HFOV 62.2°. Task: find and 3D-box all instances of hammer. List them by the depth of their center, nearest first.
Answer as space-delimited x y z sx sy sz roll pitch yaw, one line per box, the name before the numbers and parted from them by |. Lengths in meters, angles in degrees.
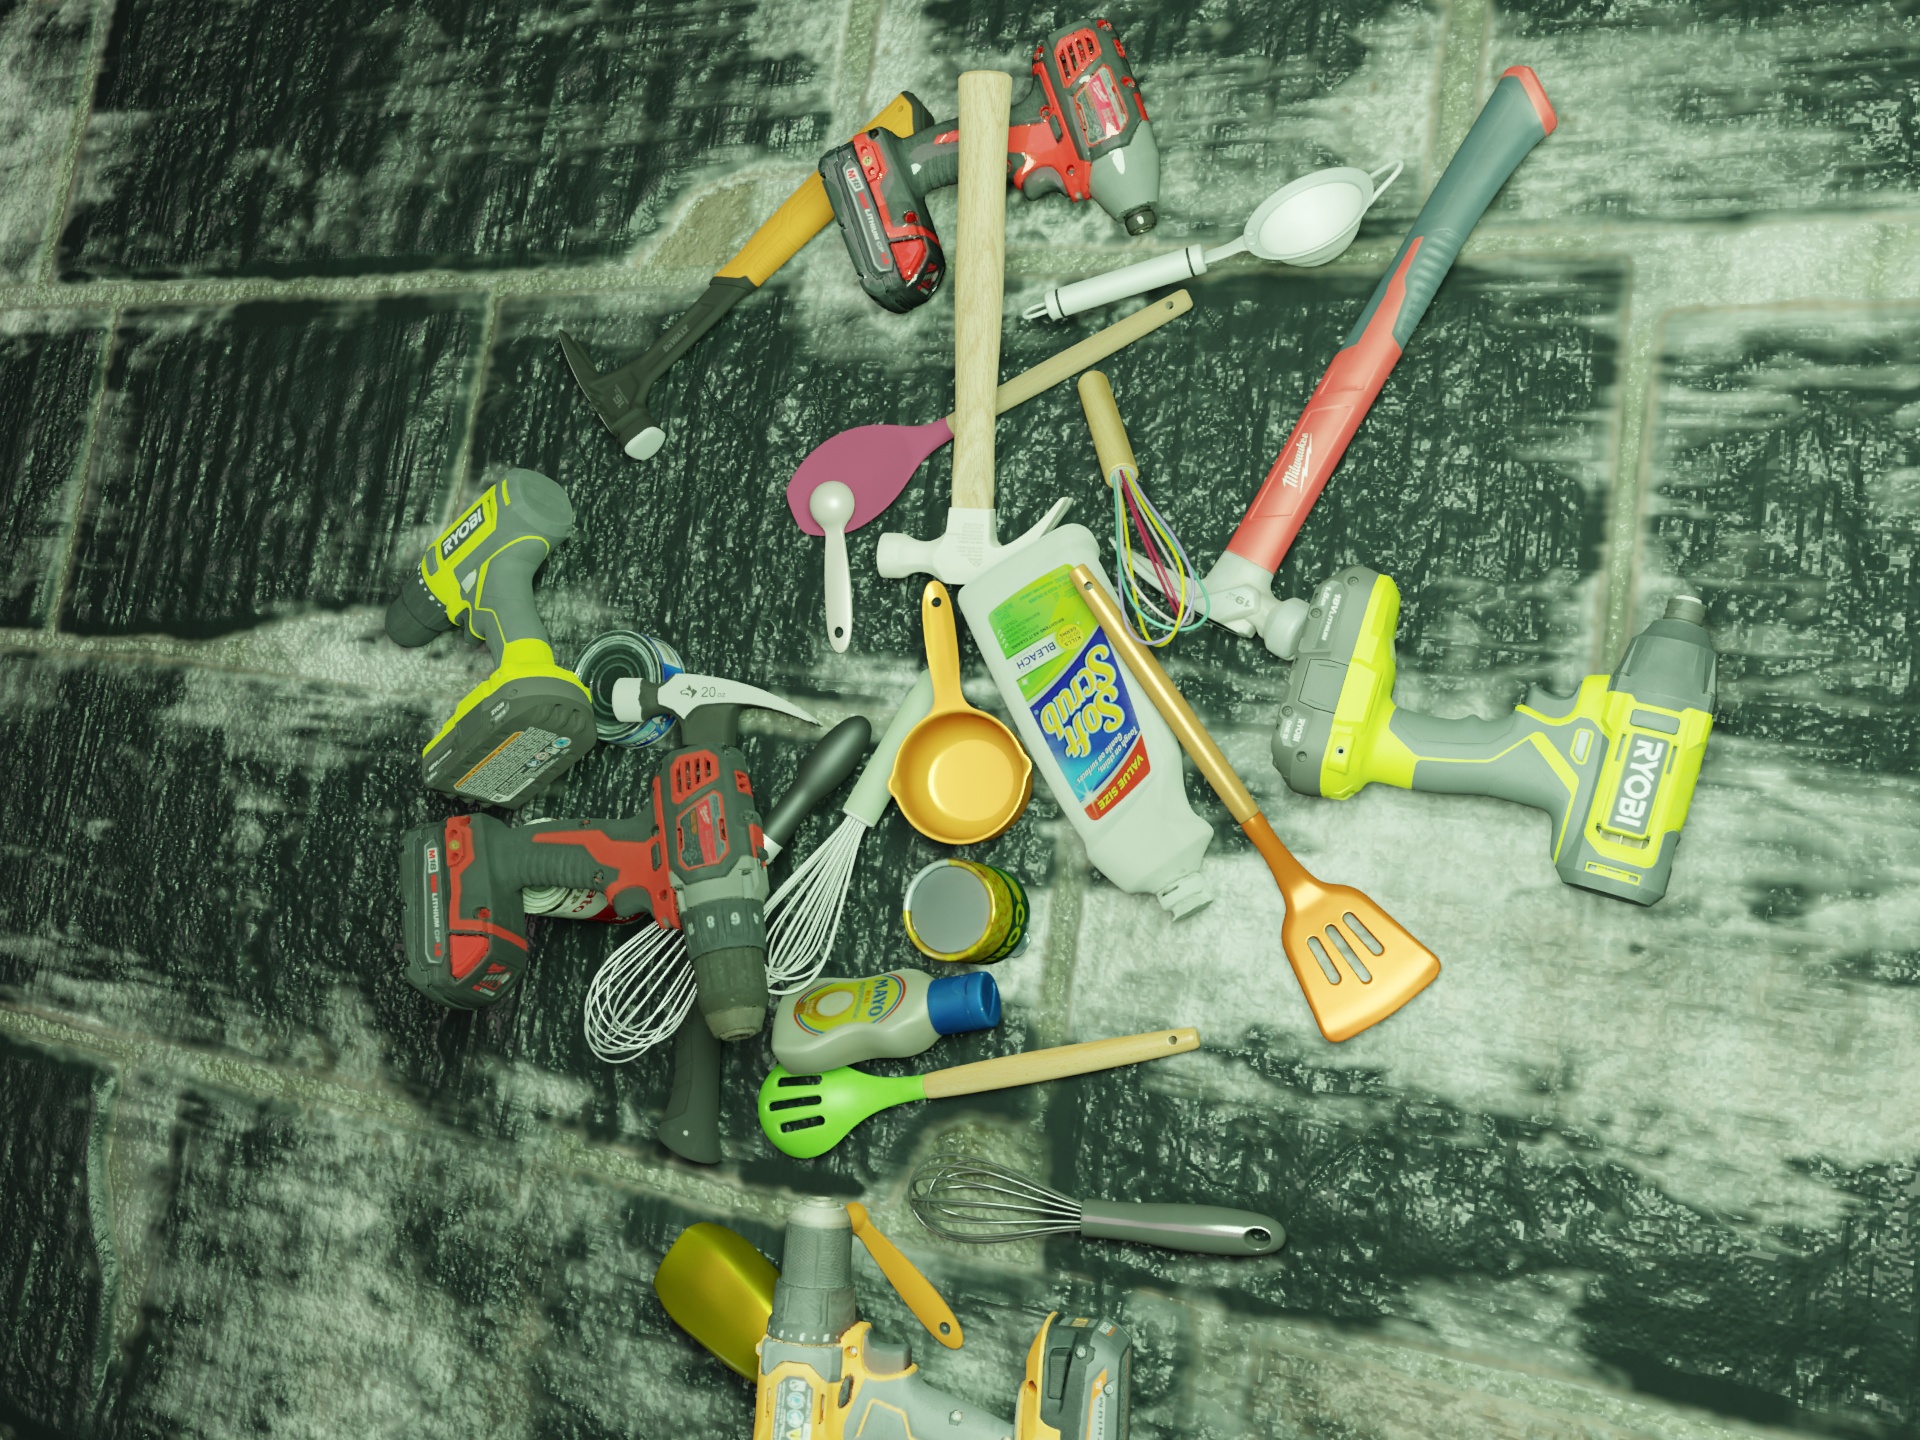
hammer | 0.244 -0.236 1.000 0.143 0.038 0.386 31 93 27
hammer | 0.014 -0.256 1.056 0.130 0.031 0.331 5 100 14
hammer | -0.173 0.135 1.103 0.146 0.035 0.335 0 84 8
hammer | -0.157 -0.351 1.200 0.337 0.034 0.127 -40 68 12

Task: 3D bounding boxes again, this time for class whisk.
whisk | 0.078 0.300 0.969 0.239 0.055 0.055 0 80 19
whisk | 0.109 -0.141 0.997 0.051 0.047 0.245 -11 50 1
whisk | -0.153 0.108 1.060 0.070 0.070 0.284 37 85 25
whisk | -0.072 0.072 1.070 0.059 0.057 0.246 28 85 17

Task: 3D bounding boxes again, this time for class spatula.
spatula | 0.161 0.038 0.956 0.081 0.041 0.322 -35 85 4

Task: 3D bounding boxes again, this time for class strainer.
strainer | 0.162 -0.302 1.036 0.258 0.050 0.087 -13 45 18

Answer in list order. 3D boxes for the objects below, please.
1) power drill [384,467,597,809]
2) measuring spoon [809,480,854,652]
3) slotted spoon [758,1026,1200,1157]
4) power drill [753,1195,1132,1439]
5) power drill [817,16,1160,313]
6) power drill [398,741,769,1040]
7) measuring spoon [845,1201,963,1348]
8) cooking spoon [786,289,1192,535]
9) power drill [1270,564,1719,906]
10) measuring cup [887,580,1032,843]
power drill | -0.358 -0.053 1.190 0.190 0.080 0.229 -36 55 26
measuring spoon | -0.091 -0.110 1.126 0.034 0.018 0.124 -6 85 23
slotted spoon | 0.002 0.229 1.024 0.314 0.031 0.070 -14 70 19
power drill | -0.014 0.388 0.952 0.226 0.084 0.185 1 80 13
power drill | 0.027 -0.370 1.094 0.219 0.078 0.143 -21 91 14
power drill | -0.229 0.125 1.006 0.226 0.080 0.188 -13 68 5
measuring spoon | -0.039 0.358 1.025 0.117 0.011 0.021 44 99 24
cooking spoon | 0.016 -0.216 1.106 0.319 0.017 0.069 -26 80 18
power drill | 0.306 -0.006 0.911 0.223 0.080 0.171 16 87 22
measuring cup | -0.002 -0.003 1.046 0.095 0.052 0.174 -10 80 11
